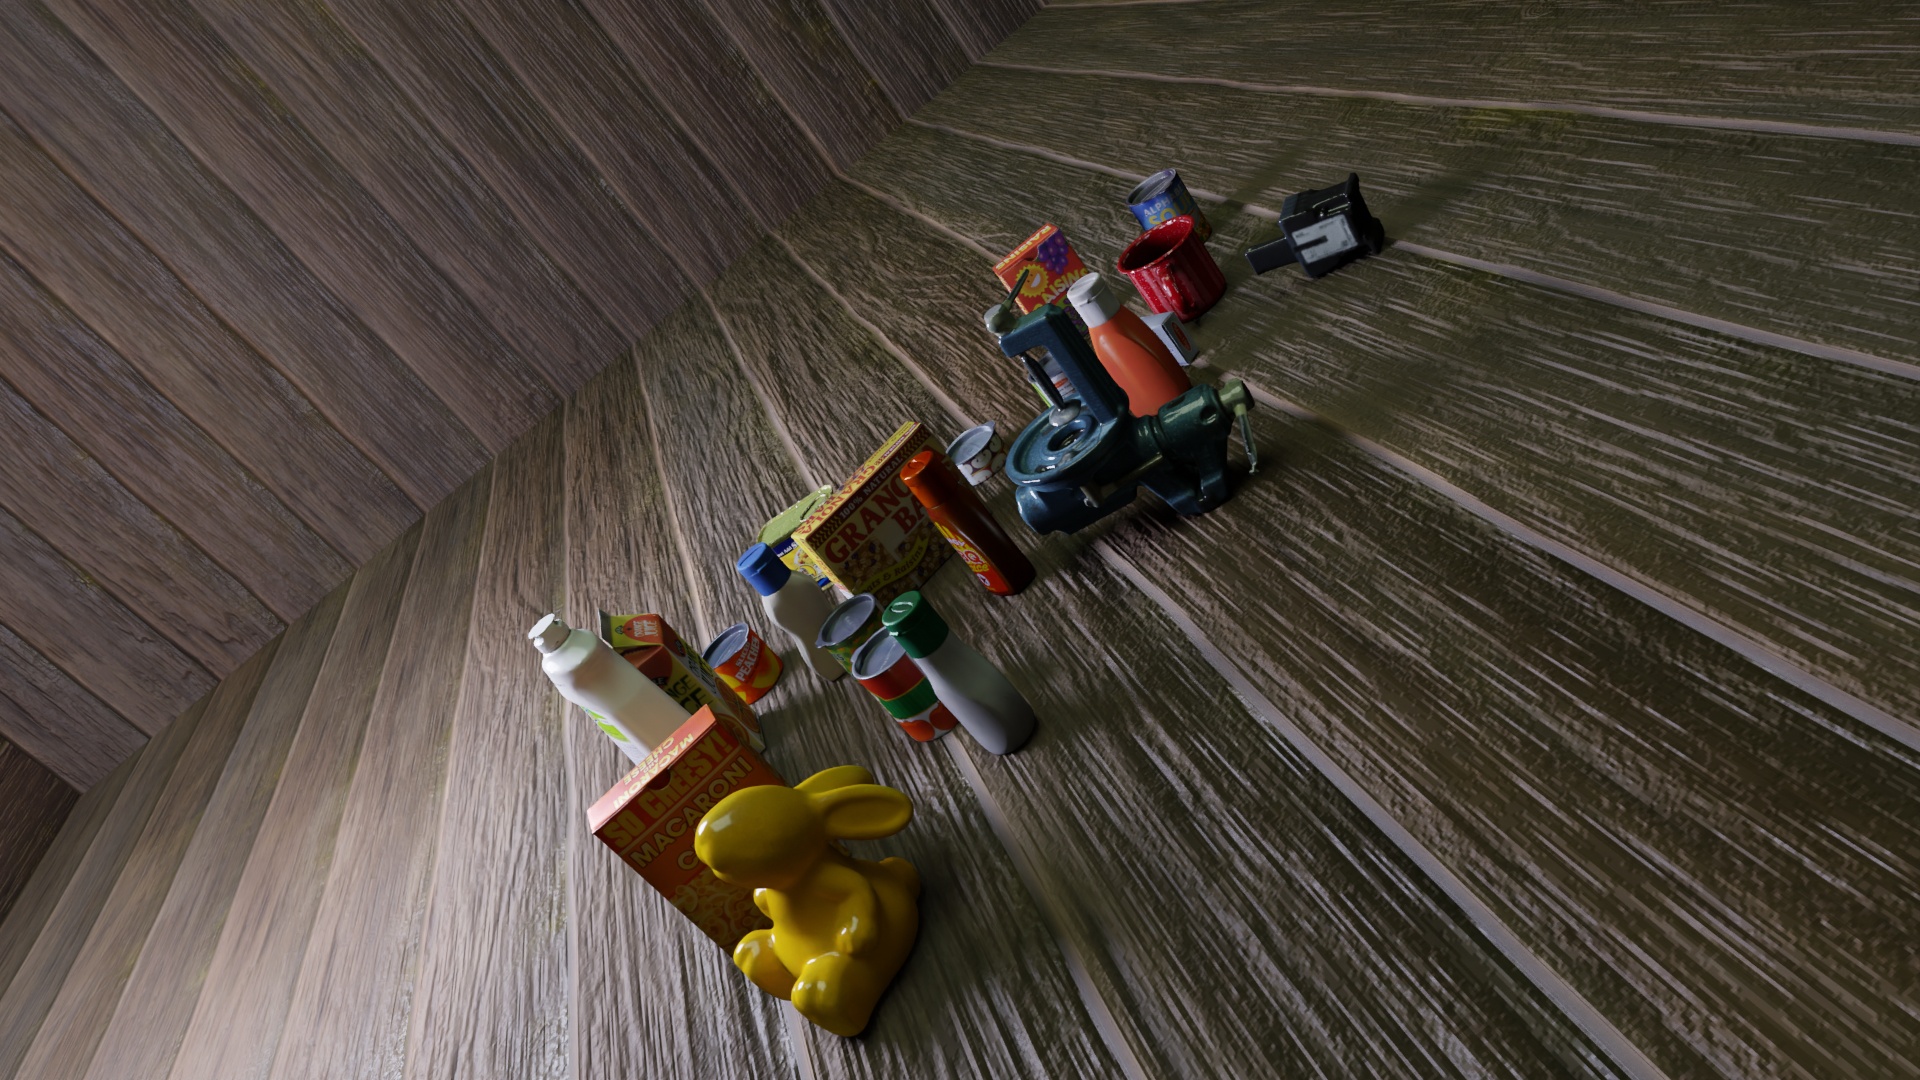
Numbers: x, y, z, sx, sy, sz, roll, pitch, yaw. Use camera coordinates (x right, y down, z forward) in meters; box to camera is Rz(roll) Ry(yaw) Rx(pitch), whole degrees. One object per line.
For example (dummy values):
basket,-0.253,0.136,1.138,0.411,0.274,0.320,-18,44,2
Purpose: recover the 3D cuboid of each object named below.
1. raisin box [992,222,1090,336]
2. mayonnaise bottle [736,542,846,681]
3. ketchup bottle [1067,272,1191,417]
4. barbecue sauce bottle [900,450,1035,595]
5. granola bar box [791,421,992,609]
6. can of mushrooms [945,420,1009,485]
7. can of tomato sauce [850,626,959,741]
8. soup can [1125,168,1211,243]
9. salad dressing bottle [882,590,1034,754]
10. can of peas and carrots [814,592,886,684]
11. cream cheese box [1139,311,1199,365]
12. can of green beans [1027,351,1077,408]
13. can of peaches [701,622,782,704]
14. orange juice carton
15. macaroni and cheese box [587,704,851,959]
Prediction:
raisin box,0.106,-0.286,1.581,0.086,0.123,0.040,-38,25,3
mayonnaise bottle,-0.152,0.065,1.321,0.065,0.147,0.041,-44,25,-8
ketchup bottle,0.156,-0.185,1.318,0.064,0.148,0.044,-19,32,37
barbecue sauce bottle,0.004,-0.016,1.242,0.044,0.148,0.065,-47,26,-15
granola bar box,-0.065,-0.017,1.367,0.166,0.124,0.039,-46,26,-14
can of mushrooms,0.019,-0.093,1.486,0.071,0.033,0.071,-31,26,17
can of tomato sauce,-0.041,0.118,1.160,0.071,0.083,0.071,-31,26,17
soup can,0.240,-0.371,1.589,0.071,0.083,0.072,-31,26,17
salad dressing bottle,-0.002,0.101,1.059,0.064,0.147,0.044,-4,43,52
can of peas and carrots,-0.091,0.094,1.296,0.071,0.058,0.071,-31,26,17
cream cheese box,0.188,-0.199,1.410,0.103,0.053,0.024,0,45,53
can of green beans,0.114,-0.166,1.449,0.071,0.057,0.071,-31,26,17
can of peaches,-0.223,0.127,1.420,0.071,0.058,0.071,-31,26,17
orange juice carton,-0.274,0.141,1.309,0.073,0.192,0.072,-39,25,1
macaroni and cheese box,-0.184,0.227,1.075,0.124,0.166,0.040,-43,25,-6
